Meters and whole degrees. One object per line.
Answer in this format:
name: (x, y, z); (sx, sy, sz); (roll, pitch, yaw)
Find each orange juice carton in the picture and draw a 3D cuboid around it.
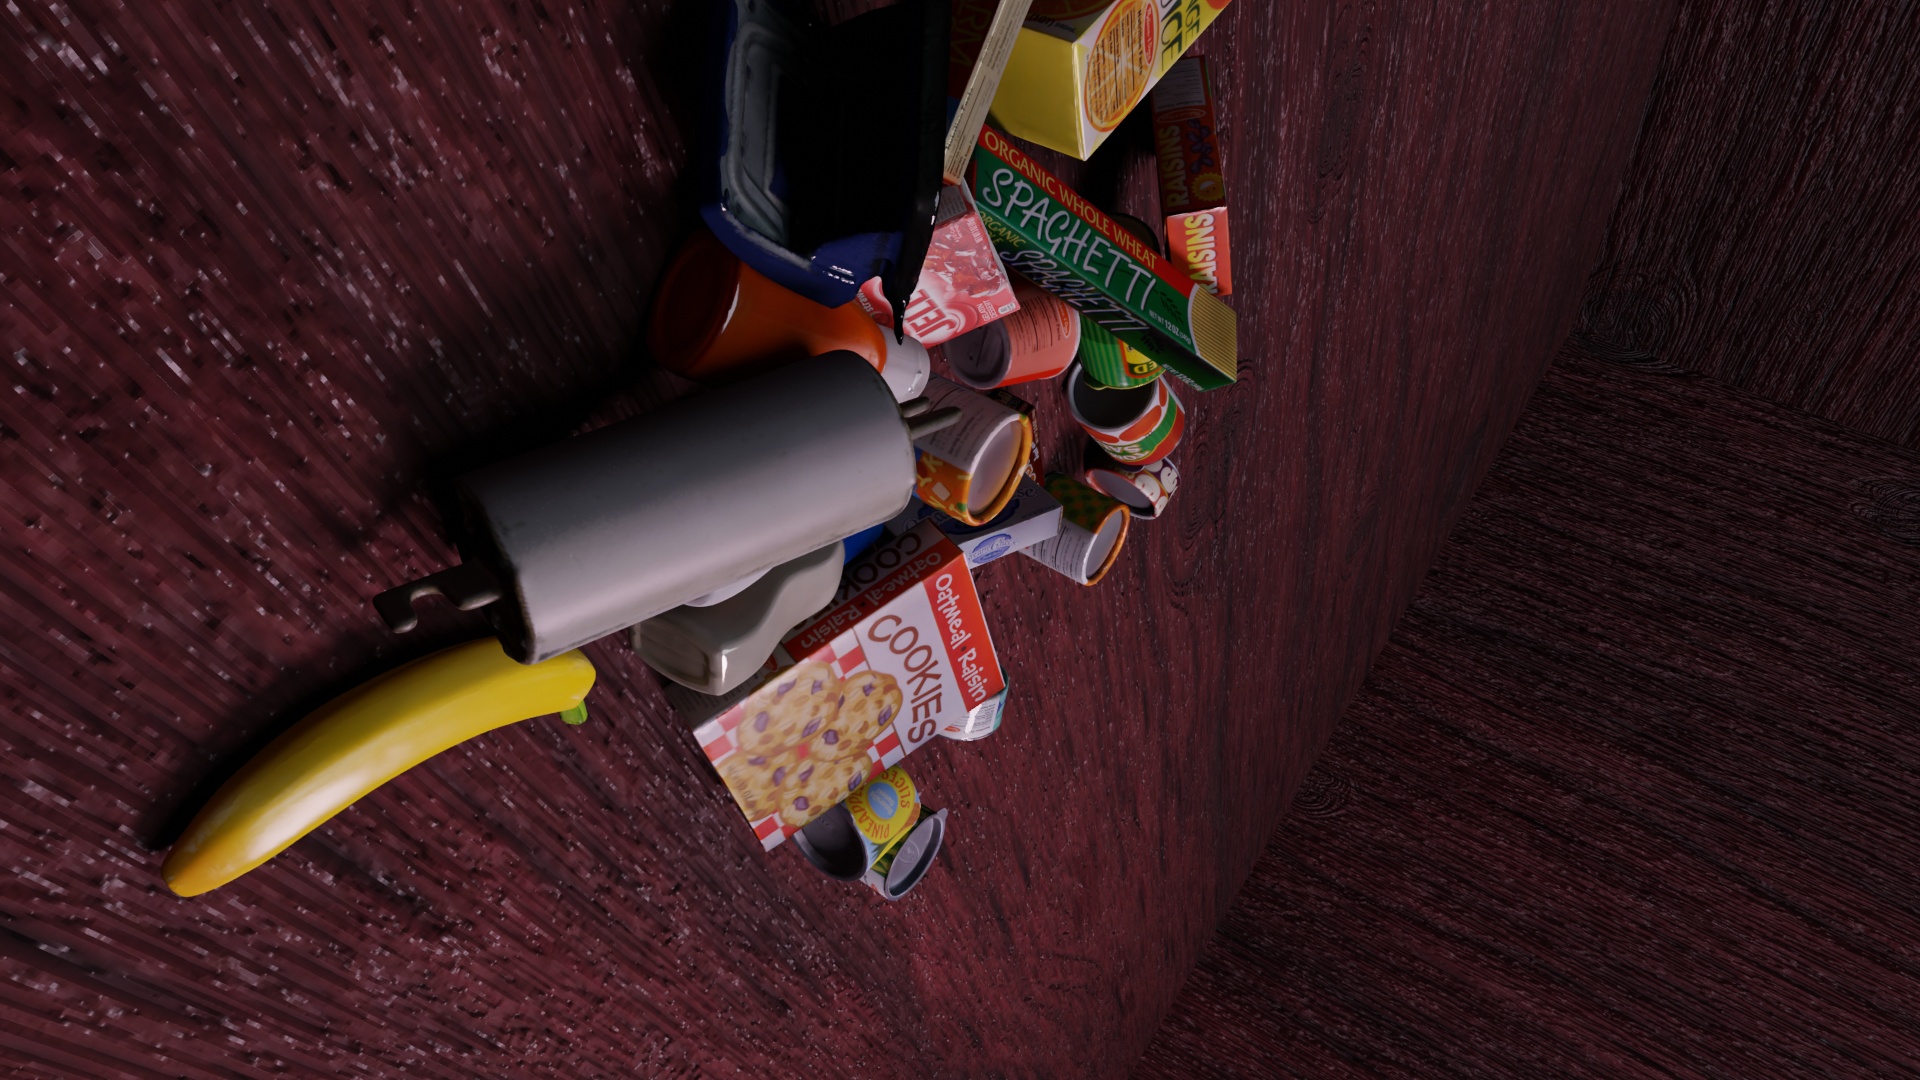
orange juice carton: (0.083, -0.288, 0.710); (0.193, 0.072, 0.072); (-51, 153, -24)

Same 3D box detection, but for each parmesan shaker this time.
parmesan shaker: (0.098, -0.149, 0.885); (0.071, 0.071, 0.102); (-56, 155, -15)

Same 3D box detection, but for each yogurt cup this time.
yogurt cup: (0.025, -0.118, 0.779); (0.054, 0.072, 0.072); (-26, 137, -41)

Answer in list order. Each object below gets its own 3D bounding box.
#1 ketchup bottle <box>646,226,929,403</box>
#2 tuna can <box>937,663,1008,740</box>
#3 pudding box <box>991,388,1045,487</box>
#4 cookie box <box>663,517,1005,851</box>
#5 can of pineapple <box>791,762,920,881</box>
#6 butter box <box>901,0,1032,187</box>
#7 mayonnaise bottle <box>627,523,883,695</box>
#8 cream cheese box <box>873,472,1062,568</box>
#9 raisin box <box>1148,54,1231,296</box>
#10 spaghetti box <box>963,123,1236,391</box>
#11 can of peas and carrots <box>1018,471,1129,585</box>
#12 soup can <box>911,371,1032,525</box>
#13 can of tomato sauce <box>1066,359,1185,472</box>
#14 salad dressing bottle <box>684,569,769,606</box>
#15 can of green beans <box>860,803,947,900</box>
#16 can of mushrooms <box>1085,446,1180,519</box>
ketchup bottle: (-0.069, -0.090, 0.620); (0.149, 0.043, 0.064); (11, 108, -56)
tuna can: (-0.002, 0.101, 0.943); (0.071, 0.071, 0.032); (-30, 140, -50)
pudding box: (0.026, -0.050, 0.887); (0.050, 0.030, 0.083); (-50, 152, -24)
cookie box: (-0.062, 0.079, 0.757); (0.168, 0.040, 0.122); (-33, 139, -15)
can of pineapple: (-0.067, 0.171, 0.879); (0.058, 0.071, 0.070); (-38, 146, -45)
butter box: (-0.007, -0.217, 0.626); (0.024, 0.053, 0.103); (7, 108, -61)
mayonnaise bottle: (-0.093, 0.018, 0.686); (0.149, 0.065, 0.041); (-40, 146, -47)
cream cheese box: (0.003, -0.010, 0.816); (0.104, 0.053, 0.024); (-21, 135, -29)
raisin box: (0.140, -0.222, 0.855); (0.085, 0.040, 0.124); (67, 18, -60)
spaghetti box: (0.077, -0.149, 0.766); (0.250, 0.028, 0.050); (23, 63, -45)
can of peas and carrots: (0.083, -0.010, 1.004); (0.071, 0.059, 0.070); (-45, 150, -34)
soup can: (-0.013, -0.052, 0.743); (0.072, 0.084, 0.071); (-45, 151, -34)
can of tomato sauce: (0.116, -0.093, 0.976); (0.071, 0.071, 0.083); (-62, 155, -2)
salad dressing bottle: (-0.089, -0.028, 0.651); (0.148, 0.064, 0.043); (-49, 143, -45)
can of green beans: (-0.053, 0.202, 0.949); (0.071, 0.058, 0.071); (-44, 149, -35)
can of mushrooms: (0.128, -0.049, 1.047); (0.033, 0.071, 0.070); (-55, 154, -15)
